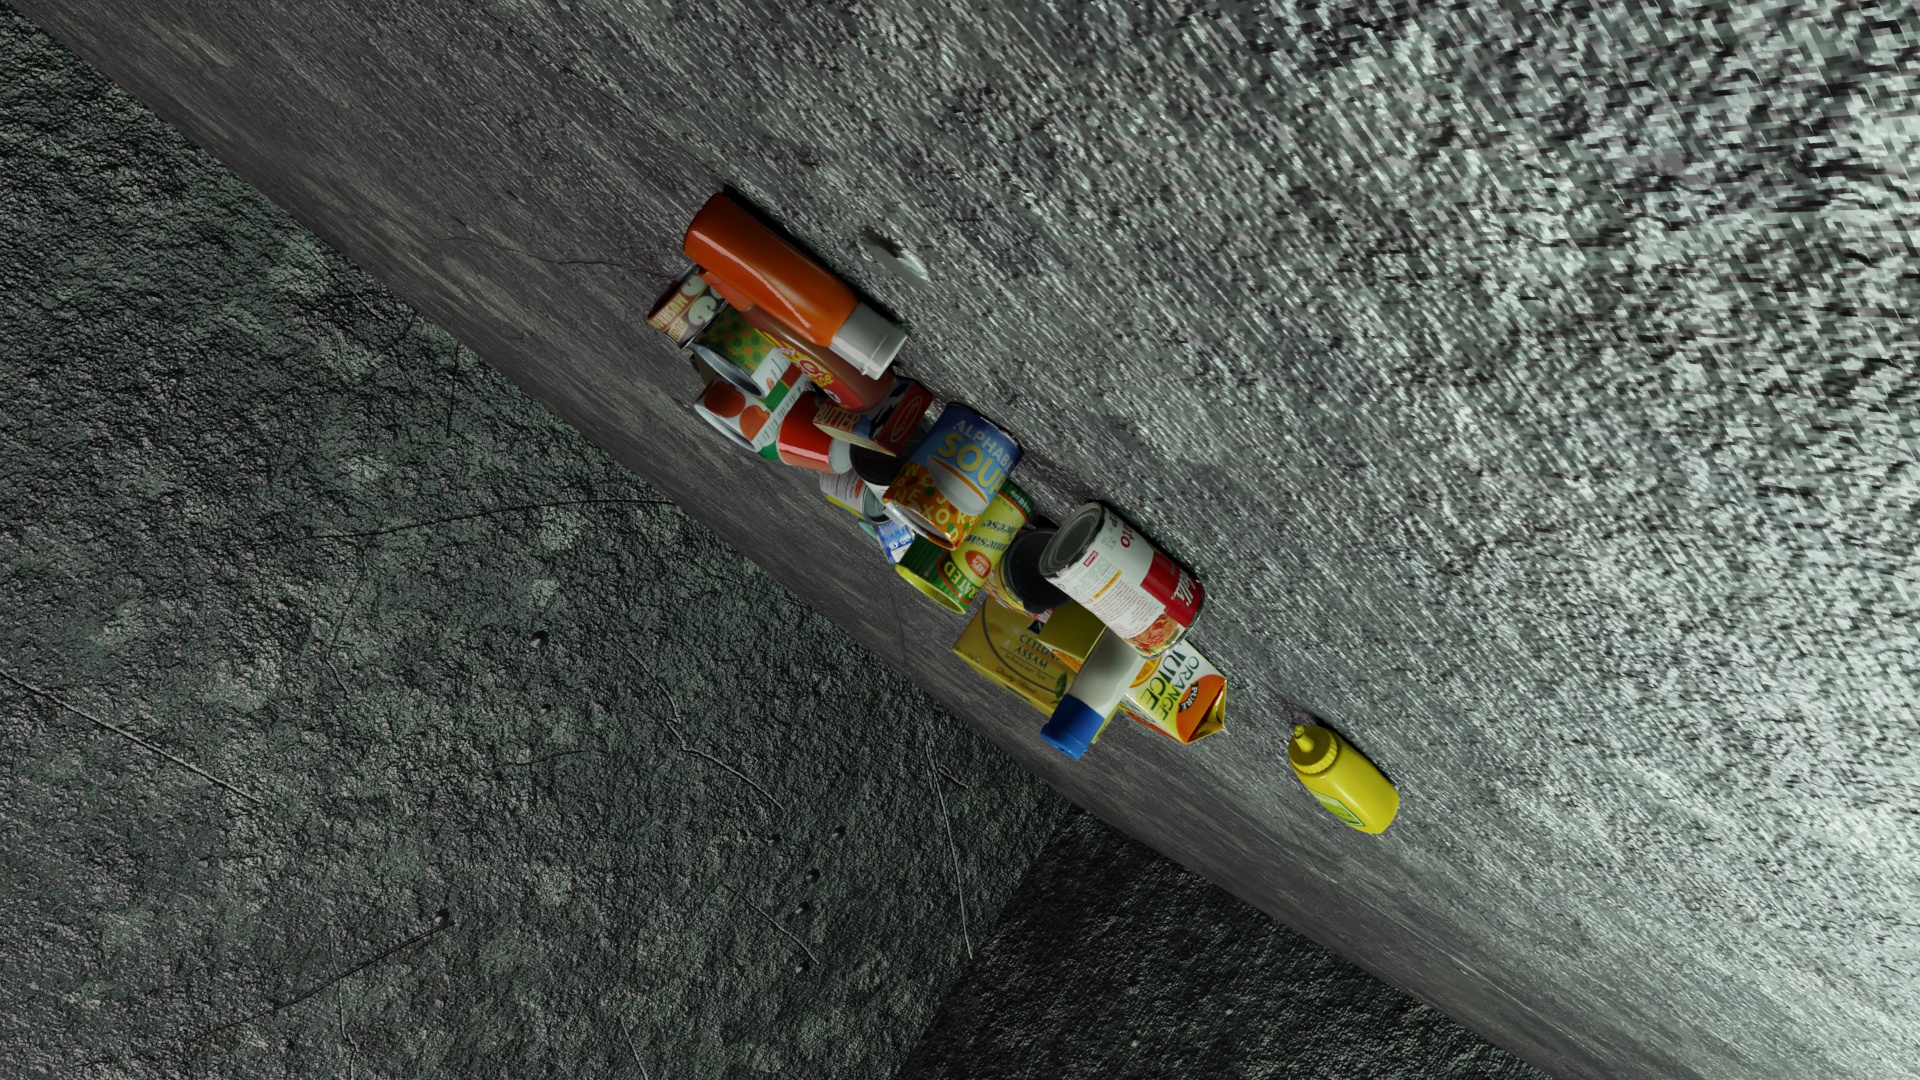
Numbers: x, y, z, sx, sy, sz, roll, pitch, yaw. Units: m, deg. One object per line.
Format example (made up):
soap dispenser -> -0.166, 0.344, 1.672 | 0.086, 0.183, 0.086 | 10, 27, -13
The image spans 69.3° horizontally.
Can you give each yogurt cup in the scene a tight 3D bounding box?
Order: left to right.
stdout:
yogurt cup -> -0.119, -0.090, 1.204 | 0.054, 0.072, 0.072 | 21, 165, 24

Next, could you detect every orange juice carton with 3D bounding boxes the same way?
orange juice carton -> 0.162, 0.114, 1.218 | 0.192, 0.073, 0.072 | 41, 168, -33

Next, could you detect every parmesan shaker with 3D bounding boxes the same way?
parmesan shaker -> 0.002, -0.004, 1.095 | 0.071, 0.103, 0.071 | 33, 170, 7

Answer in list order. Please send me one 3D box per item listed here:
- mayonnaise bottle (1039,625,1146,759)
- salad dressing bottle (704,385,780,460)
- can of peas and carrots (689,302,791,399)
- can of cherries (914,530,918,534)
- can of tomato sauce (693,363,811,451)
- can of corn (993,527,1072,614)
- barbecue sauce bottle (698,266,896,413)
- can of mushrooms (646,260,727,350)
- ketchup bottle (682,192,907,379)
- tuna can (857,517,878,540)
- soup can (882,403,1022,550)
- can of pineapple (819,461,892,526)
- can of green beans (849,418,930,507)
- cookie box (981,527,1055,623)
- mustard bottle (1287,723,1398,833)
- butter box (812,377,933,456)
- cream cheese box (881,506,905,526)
mayonnaise bottle -> 0.116, 0.098, 1.072 | 0.041, 0.148, 0.064 | 33, 169, 12
salad dressing bottle -> -0.209, -0.124, 1.390 | 0.064, 0.044, 0.147 | 32, 170, 20
can of peas and carrots -> -0.161, -0.152, 1.057 | 0.071, 0.059, 0.071 | 34, 170, 7
can of cherries -> 0.004, -0.015, 1.170 | 0.071, 0.058, 0.071 | 34, 169, 7
can of tomato sauce -> -0.170, -0.126, 1.138 | 0.071, 0.083, 0.071 | 33, 170, 7
can of corn -> 0.063, 0.027, 1.137 | 0.071, 0.071, 0.058 | 35, 171, -4
barbecue sauce bottle -> -0.114, -0.149, 0.962 | 0.148, 0.044, 0.065 | 40, 169, -28
can of mushrooms -> -0.202, -0.177, 1.036 | 0.033, 0.071, 0.071 | 41, 168, -22
ketchup bottle -> -0.104, -0.159, 0.884 | 0.149, 0.043, 0.064 | 35, 171, -5
tuna can -> -0.078, -0.016, 1.503 | 0.071, 0.033, 0.071 | 33, 170, 7
soup can -> -0.005, -0.045, 0.982 | 0.071, 0.084, 0.071 | 33, 169, 7
can of pineapple -> -0.083, -0.054, 1.249 | 0.058, 0.071, 0.071 | 28, 168, 33
can of green beans -> -0.047, -0.062, 1.087 | 0.071, 0.071, 0.057 | 30, 170, 22
cookie box -> 0.050, 0.030, 1.278 | 0.122, 0.040, 0.167 | 41, 169, -27
mustard bottle -> 0.314, 0.195, 1.174 | 0.065, 0.049, 0.160 | 20, 162, 50
butter box -> -0.067, -0.096, 1.029 | 0.024, 0.053, 0.103 | 38, 170, -33
cream cheese box -> -0.037, -0.043, 1.183 | 0.024, 0.053, 0.103 | 38, 170, -5
